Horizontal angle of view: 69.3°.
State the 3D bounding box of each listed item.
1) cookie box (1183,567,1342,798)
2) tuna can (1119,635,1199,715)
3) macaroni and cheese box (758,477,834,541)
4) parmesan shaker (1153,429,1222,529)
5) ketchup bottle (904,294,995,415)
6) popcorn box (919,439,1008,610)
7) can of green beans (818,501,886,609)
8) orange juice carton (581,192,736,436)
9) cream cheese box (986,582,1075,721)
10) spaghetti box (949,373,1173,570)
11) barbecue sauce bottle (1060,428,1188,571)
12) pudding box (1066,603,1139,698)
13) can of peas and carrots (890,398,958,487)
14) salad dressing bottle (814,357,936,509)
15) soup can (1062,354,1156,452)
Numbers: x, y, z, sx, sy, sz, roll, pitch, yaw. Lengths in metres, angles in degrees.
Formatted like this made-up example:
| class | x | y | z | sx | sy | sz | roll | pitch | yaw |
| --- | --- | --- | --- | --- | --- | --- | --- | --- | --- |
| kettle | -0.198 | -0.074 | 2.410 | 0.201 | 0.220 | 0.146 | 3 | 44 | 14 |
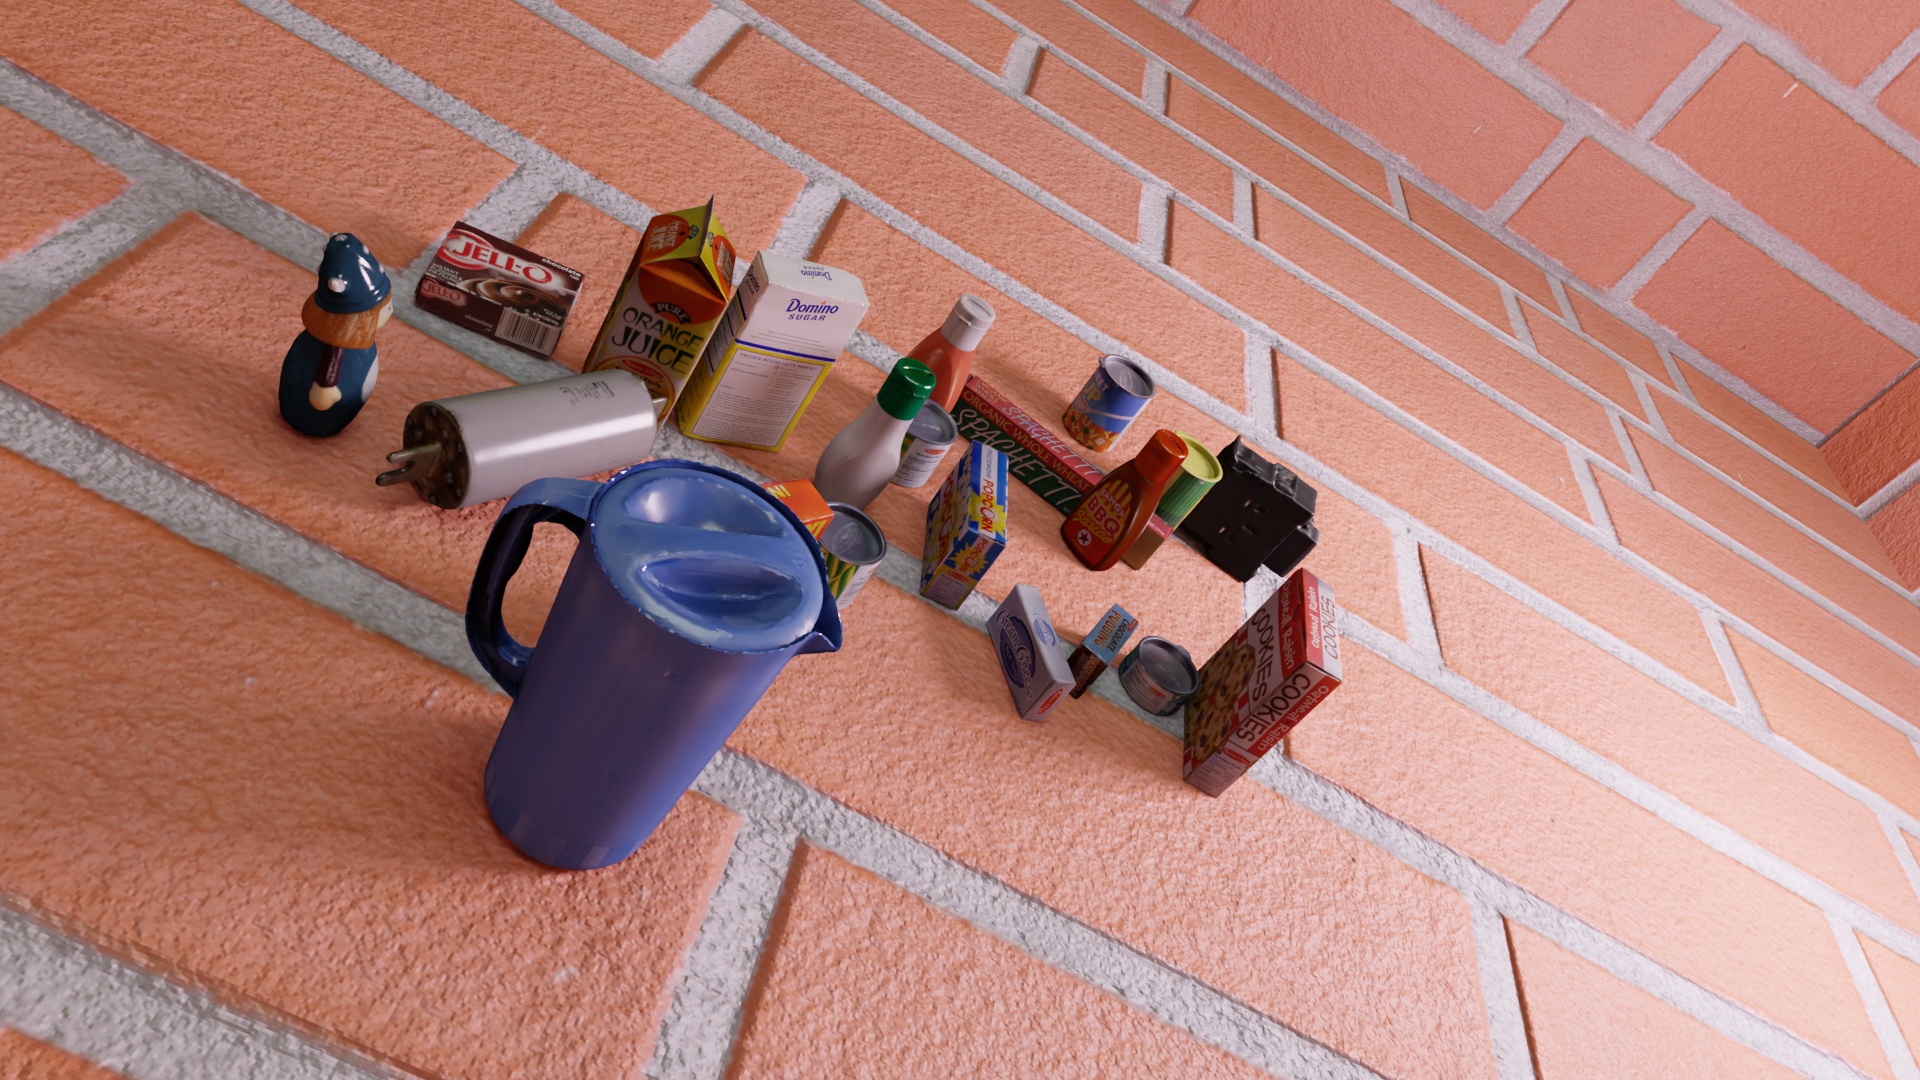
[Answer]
| class | x | y | z | sx | sy | sz | roll | pitch | yaw |
| --- | --- | --- | --- | --- | --- | --- | --- | --- | --- |
| cookie box | 0.251 | 0.119 | 1.172 | 0.040 | 0.166 | 0.123 | 29 | 35 | -11 |
| tuna can | 0.176 | 0.118 | 1.226 | 0.071 | 0.032 | 0.071 | 23 | 37 | -19 |
| macaroni and cheese box | -0.171 | 0.034 | 0.910 | 0.124 | 0.165 | 0.040 | -15 | 60 | -49 |
| parmesan shaker | 0.202 | -0.050 | 1.381 | 0.071 | 0.102 | 0.072 | 23 | 37 | -19 |
| ketchup bottle | -0.021 | -0.159 | 1.276 | 0.065 | 0.148 | 0.044 | 39 | 35 | 3 |
| popcorn box | 0.004 | -0.015 | 1.187 | 0.038 | 0.084 | 0.127 | 25 | 37 | -17 |
| can of green beans | -0.100 | 0.013 | 1.090 | 0.071 | 0.057 | 0.071 | 23 | 37 | -19 |
| orange juice carton | -0.231 | -0.177 | 1.080 | 0.073 | 0.191 | 0.072 | 22 | 37 | -20 |
| cream cheese box | 0.056 | 0.091 | 1.137 | 0.024 | 0.053 | 0.104 | 10 | 43 | -33 |
| spaghetti box | 0.092 | -0.066 | 1.352 | 0.250 | 0.050 | 0.029 | 38 | 35 | 2 |
| barbecue sauce bottle | 0.155 | -0.040 | 1.290 | 0.044 | 0.147 | 0.065 | -12 | 57 | -47 |
| pudding box | 0.117 | 0.094 | 1.189 | 0.030 | 0.049 | 0.084 | 41 | 35 | 6 |
| can of peas and carrots | -0.046 | -0.092 | 1.256 | 0.071 | 0.058 | 0.071 | 23 | 37 | -19 |
| salad dressing bottle | -0.070 | -0.087 | 1.152 | 0.064 | 0.147 | 0.044 | 8 | 44 | -35 |
| soup can | 0.154 | -0.146 | 1.467 | 0.071 | 0.083 | 0.072 | 23 | 37 | -19 |
